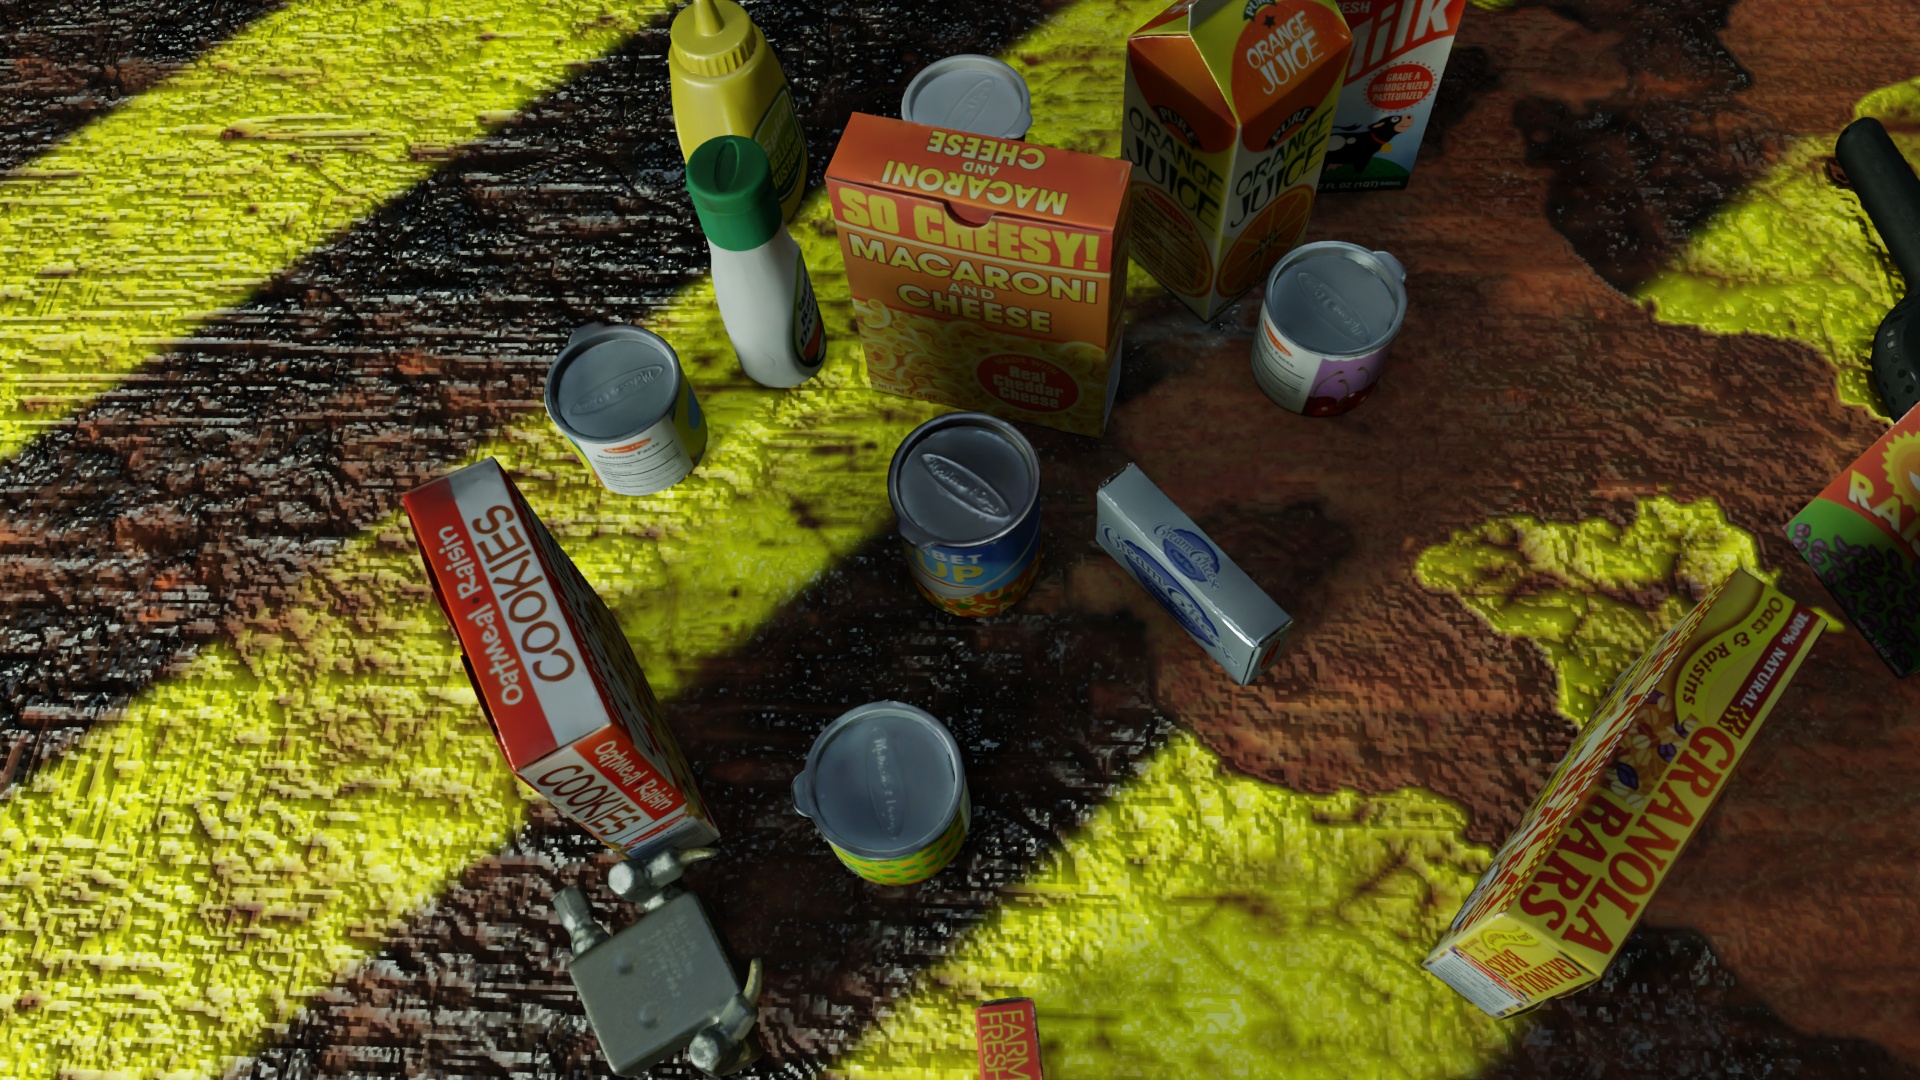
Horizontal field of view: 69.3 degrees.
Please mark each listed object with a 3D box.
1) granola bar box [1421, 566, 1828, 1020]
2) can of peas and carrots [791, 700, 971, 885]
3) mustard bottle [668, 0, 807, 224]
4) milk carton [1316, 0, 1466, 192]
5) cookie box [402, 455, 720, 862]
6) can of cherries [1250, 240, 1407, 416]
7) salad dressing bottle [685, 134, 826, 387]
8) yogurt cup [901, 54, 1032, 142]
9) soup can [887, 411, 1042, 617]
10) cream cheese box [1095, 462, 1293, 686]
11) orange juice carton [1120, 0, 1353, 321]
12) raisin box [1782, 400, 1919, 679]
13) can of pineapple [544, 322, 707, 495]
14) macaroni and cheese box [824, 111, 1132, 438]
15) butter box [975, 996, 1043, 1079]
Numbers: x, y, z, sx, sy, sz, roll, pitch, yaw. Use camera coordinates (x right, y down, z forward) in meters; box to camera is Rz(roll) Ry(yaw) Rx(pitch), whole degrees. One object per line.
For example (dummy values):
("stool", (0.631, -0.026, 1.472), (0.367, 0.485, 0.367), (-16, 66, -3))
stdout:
("granola bar box", (0.253, 0.103, 0.538), (0.039, 0.123, 0.166), (36, 72, 19))
("can of peas and carrots", (-0.032, 0.110, 0.591), (0.071, 0.058, 0.071), (-2, 64, 3))
("mustard bottle", (-0.115, -0.221, 0.700), (0.049, 0.159, 0.065), (19, 67, 12))
("milk carton", (0.198, -0.260, 0.680), (0.072, 0.189, 0.074), (-1, 65, 4))
("cookie box", (-0.158, 0.058, 0.565), (0.040, 0.166, 0.123), (-28, 66, -9))
("can of cherries", (0.181, -0.103, 0.679), (0.071, 0.058, 0.072), (-2, 64, 3))
("salad dressing bottle", (-0.096, -0.129, 0.662), (0.044, 0.147, 0.064), (1, 65, 5))
("yogurt cup", (0.005, -0.219, 0.750), (0.072, 0.053, 0.072), (-2, 64, 3))
("soup can", (0.002, -0.008, 0.631), (0.071, 0.083, 0.071), (-2, 64, 3))
("cream cheese box", (0.103, 0.016, 0.630), (0.024, 0.053, 0.104), (-38, 68, -13))
("orange juice carton", (0.125, -0.197, 0.654), (0.072, 0.192, 0.073), (-39, 68, -13))
("raisin box", (0.413, -0.004, 0.579), (0.040, 0.123, 0.086), (-22, 65, -6))
("can of pineapple", (-0.163, -0.065, 0.685), (0.071, 0.057, 0.071), (-2, 64, 3))
("macaroni and cheese box", (0.013, -0.114, 0.636), (0.124, 0.165, 0.040), (13, 66, 10))
("butter box", (0.023, 0.232, 0.531), (0.024, 0.053, 0.104), (-7, 64, 1))
